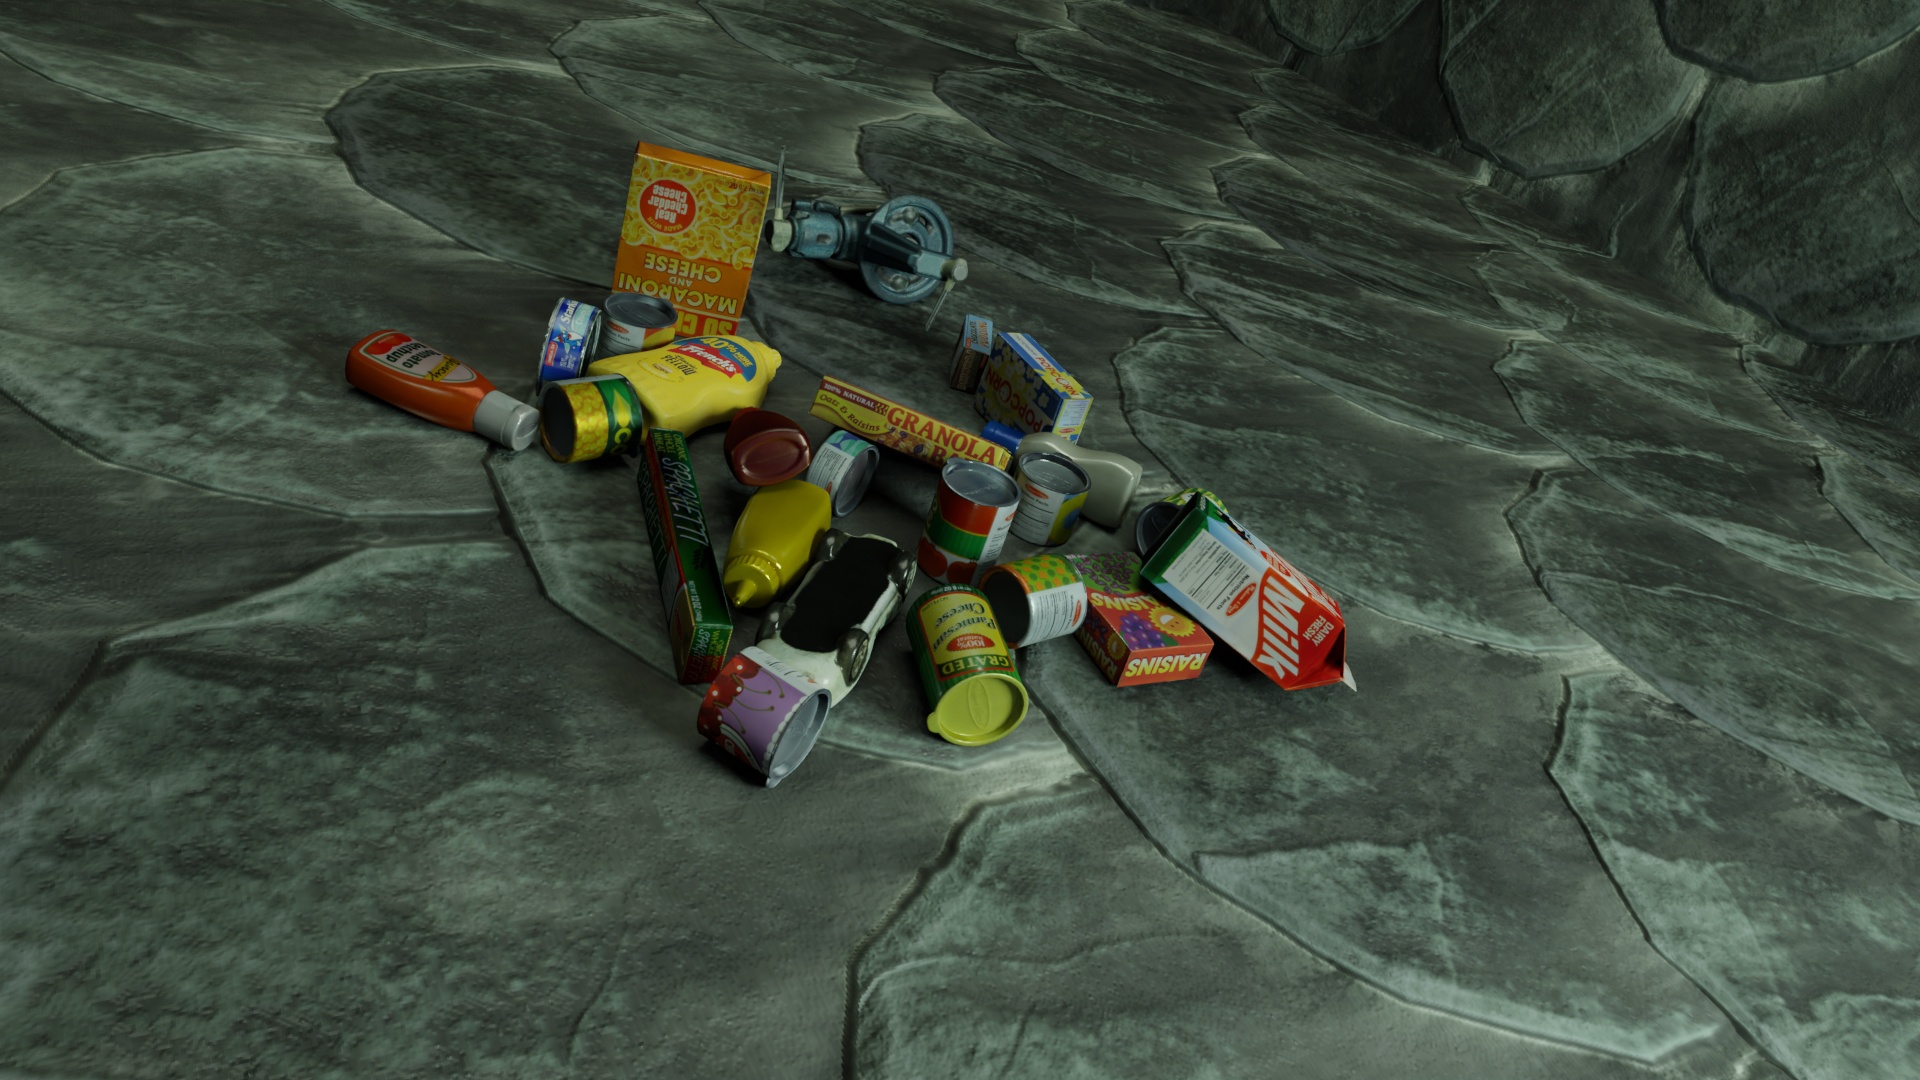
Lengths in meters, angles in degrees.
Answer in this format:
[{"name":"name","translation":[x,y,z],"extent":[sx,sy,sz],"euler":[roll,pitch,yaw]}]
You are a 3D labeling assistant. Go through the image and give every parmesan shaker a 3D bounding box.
[{"name":"parmesan shaker","translation":[0.000,0.086,0.979],"extent":[0.071,0.071,0.103],"euler":[6,34,-21]}]

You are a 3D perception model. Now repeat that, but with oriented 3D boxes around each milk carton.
[{"name":"milk carton","translation":[0.241,0.051,1.117],"extent":[0.190,0.073,0.072],"euler":[39,16,1]}]

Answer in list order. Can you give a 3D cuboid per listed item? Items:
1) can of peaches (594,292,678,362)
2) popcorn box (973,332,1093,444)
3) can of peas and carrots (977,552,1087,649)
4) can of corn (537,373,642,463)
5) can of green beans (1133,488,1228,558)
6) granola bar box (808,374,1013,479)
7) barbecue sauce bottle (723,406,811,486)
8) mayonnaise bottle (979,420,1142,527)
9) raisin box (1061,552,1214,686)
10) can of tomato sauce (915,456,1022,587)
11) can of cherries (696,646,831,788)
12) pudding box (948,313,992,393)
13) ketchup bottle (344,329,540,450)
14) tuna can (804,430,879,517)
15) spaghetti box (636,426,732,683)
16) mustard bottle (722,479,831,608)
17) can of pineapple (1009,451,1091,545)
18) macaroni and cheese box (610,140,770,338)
[{"name":"can of peaches","translation":[-0.289,-0.182,1.242],"extent":[0.071,0.057,0.071],"euler":[14,31,-8]},{"name":"popcorn box","translation":[0.067,-0.133,1.333],"extent":[0.038,0.084,0.127],"euler":[-3,38,-33]},{"name":"can of peas and carrots","translation":[0.053,0.046,1.070],"extent":[0.059,0.070,0.071],"euler":[-11,43,-39]},{"name":"can of corn","translation":[-0.293,-0.094,1.100],"extent":[0.058,0.070,0.071],"euler":[-14,44,-41]},{"name":"can of green beans","translation":[0.197,-0.009,1.231],"extent":[0.071,0.071,0.058],"euler":[37,35,26]},{"name":"granola bar box","translation":[-0.039,-0.091,1.203],"extent":[0.166,0.039,0.124],"euler":[23,2,5]},{"name":"barbecue sauce bottle","translation":[-0.162,-0.080,1.124],"extent":[0.065,0.043,0.149],"euler":[-17,17,-10]},{"name":"mayonnaise bottle","translation":[0.088,-0.067,1.267],"extent":[0.148,0.064,0.041],"euler":[24,28,14]},{"name":"raisin box","translation":[0.132,0.061,1.113],"extent":[0.086,0.040,0.124],"euler":[-1,36,-32]},{"name":"can of tomato sauce","translation":[0.004,-0.014,1.117],"extent":[0.071,0.082,0.071],"euler":[14,32,-9]},{"name":"can of cherries","translation":[-0.125,0.111,0.875],"extent":[0.058,0.071,0.072],"euler":[29,33,16]},{"name":"pudding box","translation":[0.011,-0.193,1.428],"extent":[0.030,0.049,0.084],"euler":[17,31,-7]},{"name":"ketchup bottle","translation":[-0.403,-0.116,1.093],"extent":[0.149,0.043,0.065],"euler":[25,32,8]},{"name":"tuna can","translation":[-0.097,-0.055,1.144],"extent":[0.033,0.070,0.071],"euler":[28,32,14]},{"name":"spaghetti box","translation":[-0.204,0.003,1.011],"extent":[0.029,0.050,0.251],"euler":[6,34,-25]},{"name":"mustard bottle","translation":[-0.143,0.009,1.035],"extent":[0.065,0.048,0.161],"euler":[13,32,6]},{"name":"can of pineapple","translation":[0.075,-0.037,1.215],"extent":[0.071,0.057,0.071],"euler":[14,32,-9]},{"name":"macaroni and cheese box","translation":[-0.255,-0.275,1.300],"extent":[0.124,0.165,0.040],"euler":[11,32,-14]}]
